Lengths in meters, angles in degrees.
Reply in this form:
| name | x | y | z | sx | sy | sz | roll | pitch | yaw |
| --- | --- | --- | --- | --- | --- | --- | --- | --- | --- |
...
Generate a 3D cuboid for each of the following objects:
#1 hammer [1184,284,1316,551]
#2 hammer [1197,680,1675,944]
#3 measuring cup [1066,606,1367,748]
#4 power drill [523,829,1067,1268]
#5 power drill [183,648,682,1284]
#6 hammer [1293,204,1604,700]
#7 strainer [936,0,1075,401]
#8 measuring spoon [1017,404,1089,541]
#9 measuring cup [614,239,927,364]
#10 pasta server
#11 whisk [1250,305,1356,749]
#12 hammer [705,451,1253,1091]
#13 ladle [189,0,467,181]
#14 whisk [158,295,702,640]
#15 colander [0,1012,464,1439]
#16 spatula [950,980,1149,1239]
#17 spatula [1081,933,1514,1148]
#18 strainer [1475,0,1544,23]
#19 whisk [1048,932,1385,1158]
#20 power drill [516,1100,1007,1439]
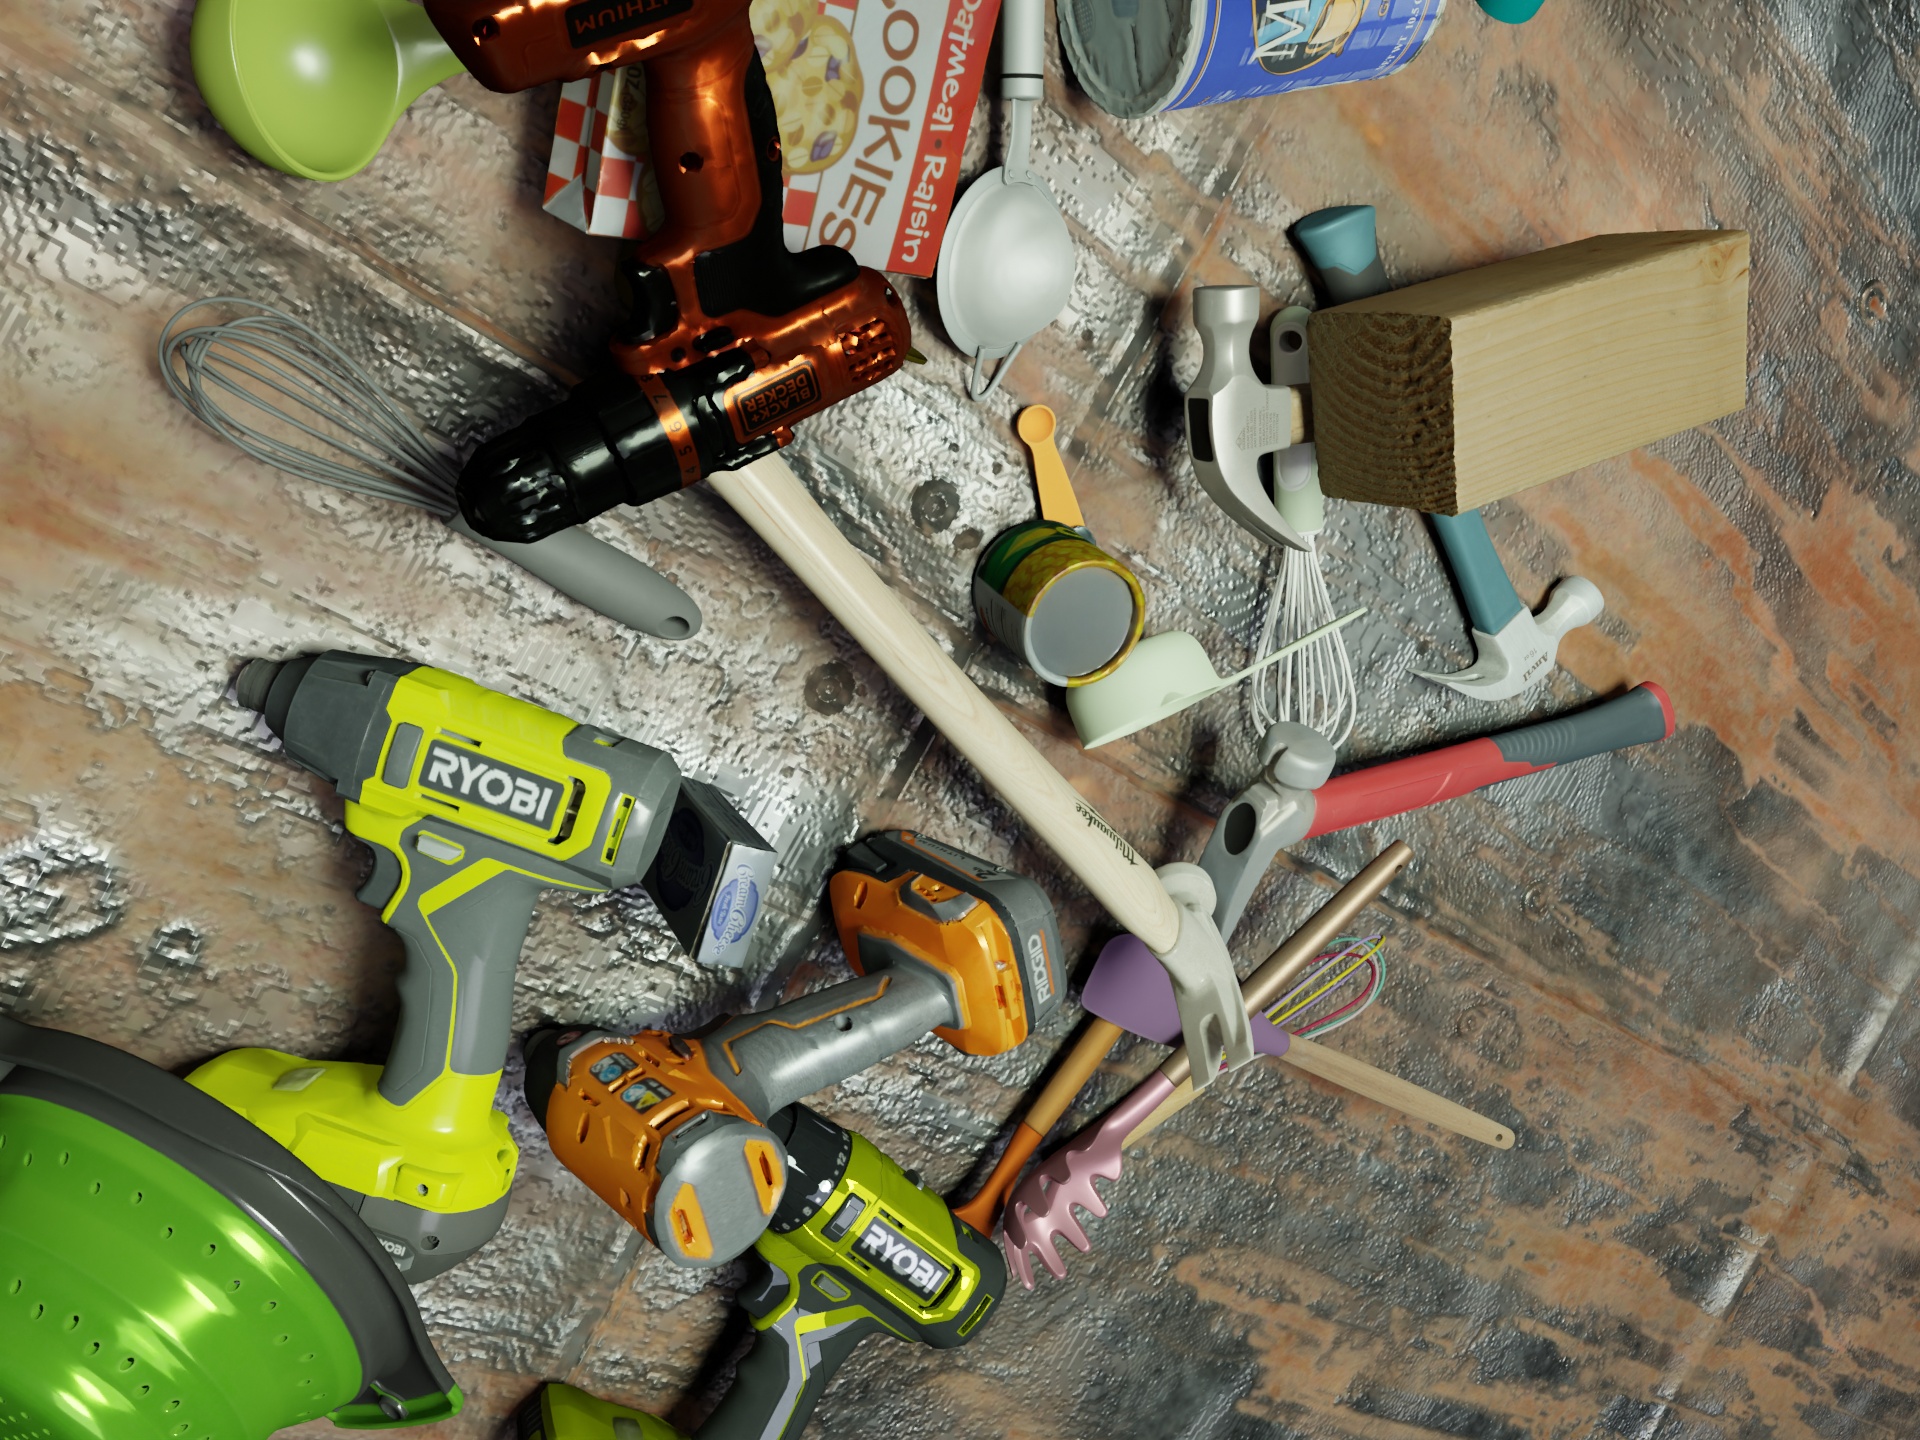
| name | x | y | z | sx | sy | sz | roll | pitch | yaw |
| --- | --- | --- | --- | --- | --- | --- | --- | --- | --- |
| hammer | 0.253 | -0.166 | 0.828 | 0.331 | 0.031 | 0.130 | -12 | 109 | -29 |
| hammer | 0.293 | 0.039 | 0.938 | 0.386 | 0.038 | 0.143 | -11 | 134 | -35 |
| measuring cup | 0.129 | -0.036 | 0.809 | 0.167 | 0.083 | 0.038 | -25 | 84 | -12 |
| power drill | -0.082 | 0.135 | 0.719 | 0.226 | 0.164 | 0.084 | -29 | 120 | -33 |
| power drill | -0.226 | 0.090 | 0.631 | 0.171 | 0.080 | 0.223 | 20 | 96 | -1 |
| hammer | 0.264 | -0.142 | 0.883 | 0.128 | 0.033 | 0.330 | -43 | 122 | -12 |
| strainer | 0.027 | -0.267 | 0.691 | 0.087 | 0.050 | 0.258 | -19 | 116 | -45 |
| measuring spoon | 0.048 | -0.103 | 0.786 | 0.021 | 0.011 | 0.116 | -25 | 122 | -12 |
| measuring cup | -0.077 | -0.166 | 0.672 | 0.156 | 0.062 | 0.029 | 11 | 123 | -44 |
| pasta server | 0.137 | 0.181 | 0.865 | 0.316 | 0.040 | 0.060 | -43 | 136 | -5 |
| whisk | 0.179 | -0.093 | 0.844 | 0.059 | 0.058 | 0.246 | -35 | 124 | -58 |
| hammer | -0.001 | -0.002 | 0.706 | 0.038 | 0.146 | 0.410 | -36 | 114 | 17 |
| ladle | -0.122 | -0.263 | 0.602 | 0.320 | 0.062 | 0.078 | -19 | 122 | -26 |
| whisk | -0.196 | -0.089 | 0.627 | 0.238 | 0.055 | 0.055 | 30 | 90 | -39 |
| colander | -0.352 | 0.152 | 0.541 | 0.396 | 0.204 | 0.094 | 51 | 40 | -17 |
| spatula | 0.049 | 0.203 | 0.885 | 0.322 | 0.041 | 0.081 | -52 | 123 | -10 |
| spatula | 0.206 | 0.193 | 0.919 | 0.315 | 0.018 | 0.060 | 26 | 91 | -22 |
| strainer | 0.137 | -0.365 | 0.612 | 0.211 | 0.095 | 0.341 | -5 | 64 | -19 |
| whisk | 0.154 | 0.197 | 0.935 | 0.245 | 0.047 | 0.051 | -33 | 113 | -12 |
| power drill | -0.111 | 0.302 | 0.786 | 0.190 | 0.080 | 0.228 | 42 | 82 | -18 |
